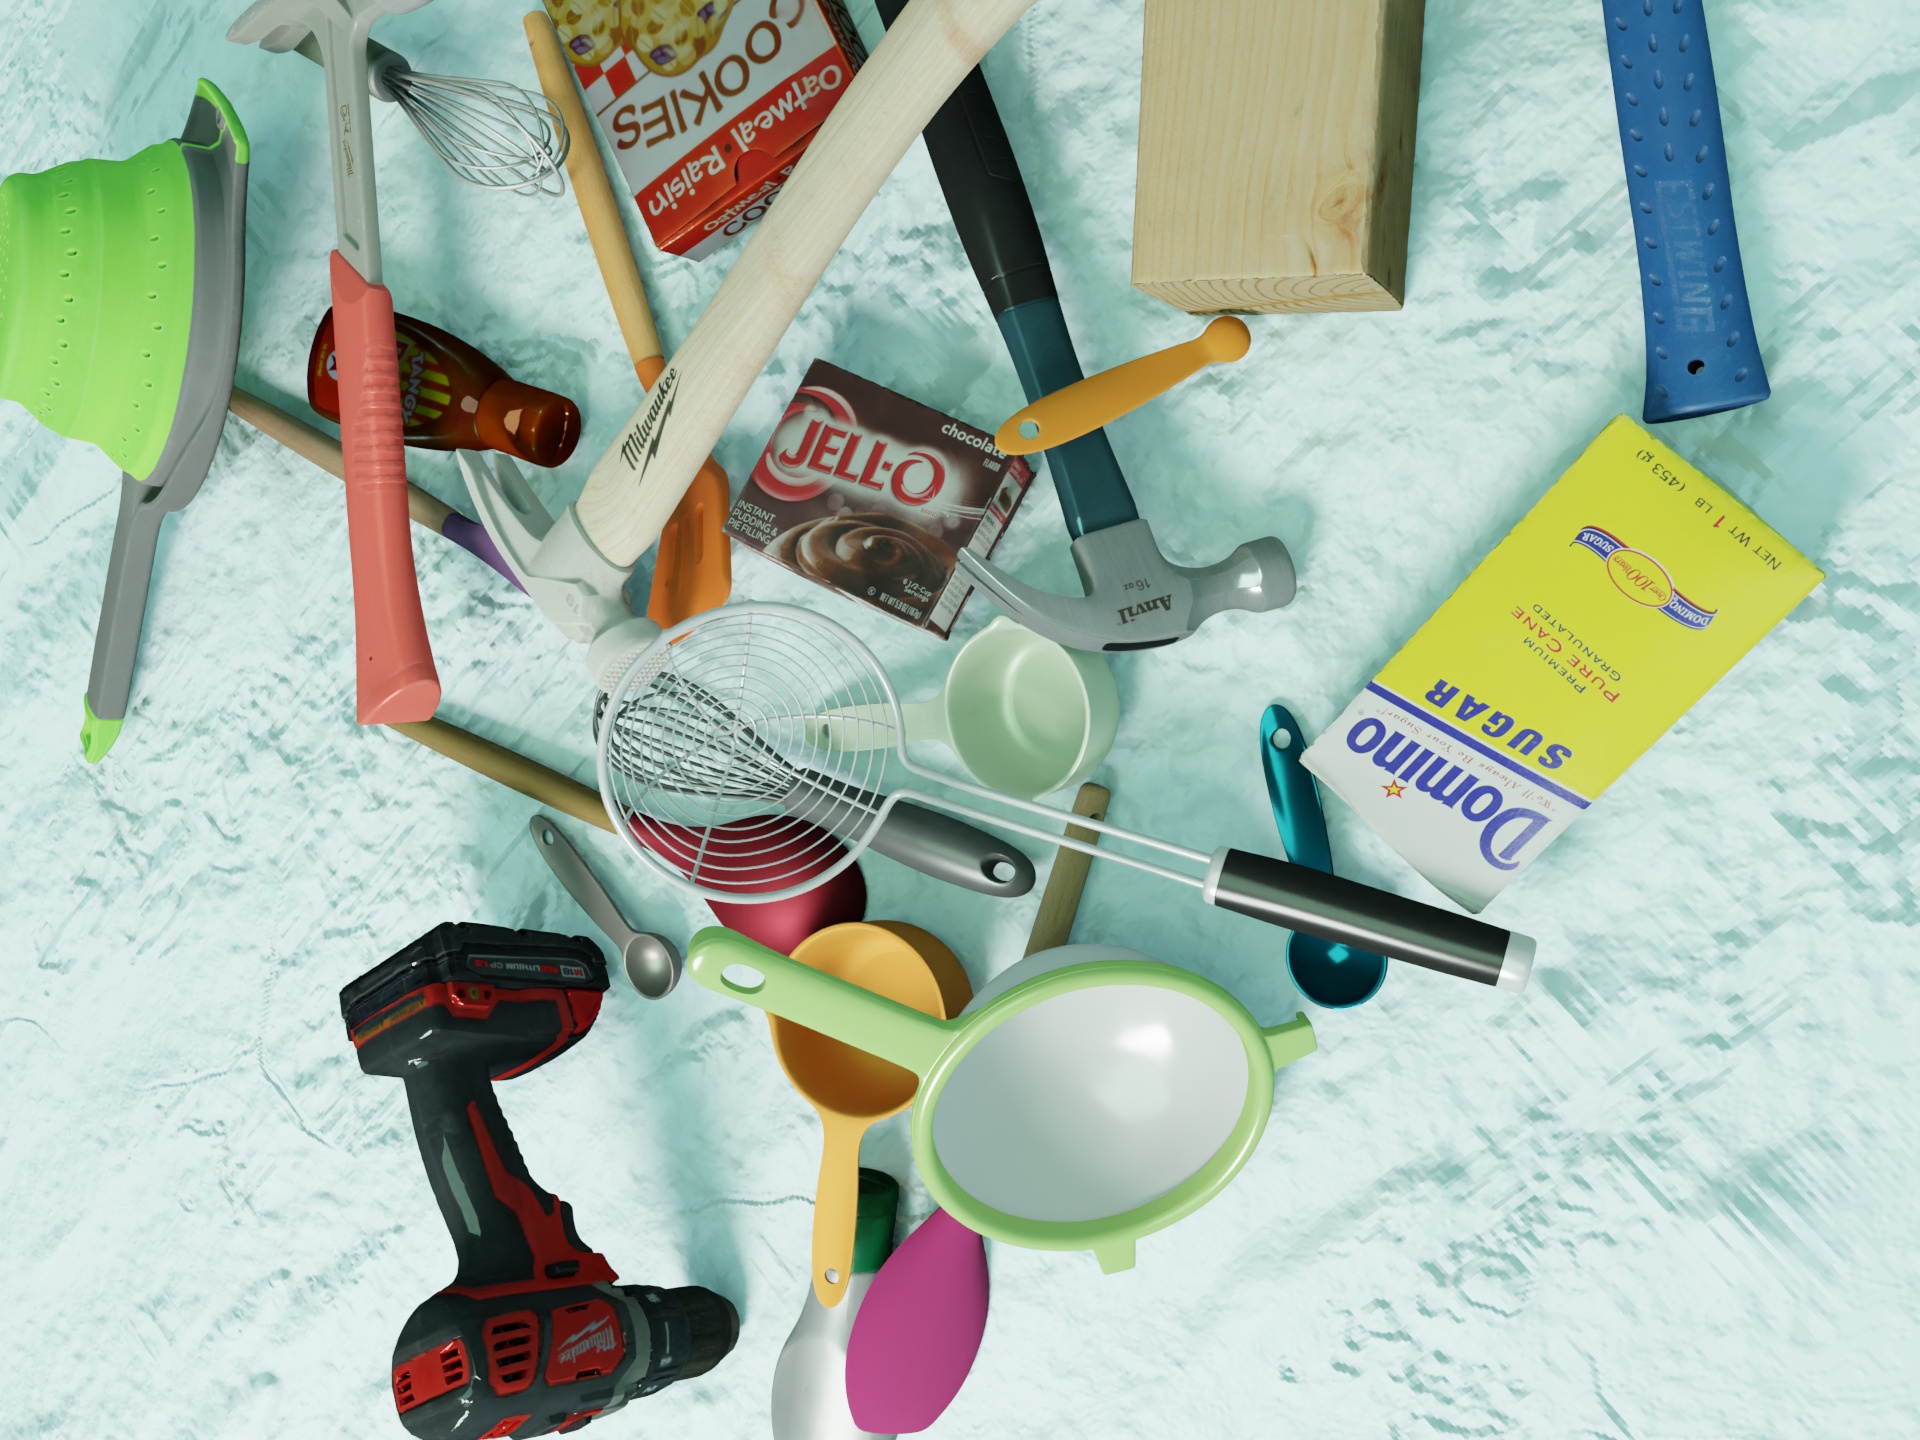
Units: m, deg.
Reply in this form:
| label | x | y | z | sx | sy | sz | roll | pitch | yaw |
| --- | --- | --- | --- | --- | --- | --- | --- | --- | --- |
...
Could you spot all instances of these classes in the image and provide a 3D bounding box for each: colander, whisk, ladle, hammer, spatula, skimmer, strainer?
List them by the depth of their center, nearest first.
| label | x | y | z | sx | sy | sz | roll | pitch | yaw |
| --- | --- | --- | --- | --- | --- | --- | --- | --- | --- |
| hammer | 0.247 | -0.313 | 0.573 | 0.144 | 0.035 | 0.405 | -8 | 91 | 25 |
| skimmer | 0.036 | 0.047 | 0.619 | 0.363 | 0.090 | 0.127 | 16 | 97 | 17 |
| strainer | 0.006 | 0.125 | 0.651 | 0.256 | 0.069 | 0.151 | 26 | 111 | -20 |
| hammer | -0.073 | -0.202 | 0.654 | 0.410 | 0.038 | 0.146 | -48 | 67 | 25 |
| hammer | 0.025 | -0.184 | 0.667 | 0.128 | 0.033 | 0.331 | -18 | 81 | -7 |
| whisk | -0.073 | 0.031 | 0.740 | 0.239 | 0.055 | 0.055 | 21 | 103 | 18 |
| spatula | -0.164 | -0.194 | 0.763 | 0.081 | 0.041 | 0.323 | -25 | 82 | 48 |
| hammer | -0.292 | -0.177 | 0.767 | 0.149 | 0.036 | 0.359 | -1 | 93 | 39 |
| whisk | -0.279 | -0.318 | 0.794 | 0.246 | 0.059 | 0.058 | 35 | 77 | 27 |
| ladle | -0.188 | 0.041 | 0.804 | 0.315 | 0.031 | 0.069 | 21 | 97 | 23 |
| spatula | -0.283 | -0.114 | 0.829 | 0.316 | 0.018 | 0.059 | 29 | 148 | 22 |
| colander | -0.471 | -0.146 | 0.846 | 0.205 | 0.094 | 0.397 | 48 | 124 | 41 |

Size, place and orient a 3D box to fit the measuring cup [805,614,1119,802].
| label | x | y | z | sx | sy | sz | roll | pitch | yaw |
| --- | --- | --- | --- | --- | --- | --- | --- | --- | --- |
| measuring cup | -0.001 | -0.002 | 0.716 | 0.167 | 0.038 | 0.083 | -6 | 94 | 40 |

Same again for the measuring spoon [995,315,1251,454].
| label | x | y | z | sx | sy | sz | roll | pitch | yaw |
| --- | --- | --- | --- | --- | --- | --- | --- | --- | --- |
| measuring spoon | 0.066 | -0.135 | 0.638 | 0.117 | 0.011 | 0.021 | -26 | 82 | -9 |

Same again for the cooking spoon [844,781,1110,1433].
| label | x | y | z | sx | sy | sz | roll | pitch | yaw |
| --- | --- | --- | --- | --- | --- | --- | --- | --- | --- |
| cooking spoon | 0.014 | 0.180 | 0.716 | 0.017 | 0.068 | 0.319 | 30 | 105 | 63 |

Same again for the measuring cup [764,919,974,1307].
| label | x | y | z | sx | sy | sz | roll | pitch | yaw |
| --- | --- | --- | --- | --- | --- | --- | --- | --- | --- |
| measuring cup | -0.041 | 0.176 | 0.727 | 0.095 | 0.052 | 0.173 | 7 | 92 | 23 |

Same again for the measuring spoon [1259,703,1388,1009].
| label | x | y | z | sx | sy | sz | roll | pitch | yaw |
| --- | --- | --- | --- | --- | --- | --- | --- | --- | --- |
| measuring spoon | 0.148 | 0.055 | 0.663 | 0.042 | 0.021 | 0.129 | -18 | 78 | 29 |

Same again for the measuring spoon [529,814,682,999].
| label | x | y | z | sx | sy | sz | roll | pitch | yaw |
| --- | --- | --- | --- | --- | --- | --- | --- | --- | --- |
| measuring spoon | -0.180 | 0.091 | 0.813 | 0.124 | 0.018 | 0.034 | 46 | 120 | 21 |

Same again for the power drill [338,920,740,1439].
| label | x | y | z | sx | sy | sz | roll | pitch | yaw |
| --- | --- | --- | --- | --- | --- | --- | --- | --- | --- |
| power drill | -0.196 | 0.220 | 0.762 | 0.080 | 0.187 | 0.227 | -31 | 63 | 23 |
